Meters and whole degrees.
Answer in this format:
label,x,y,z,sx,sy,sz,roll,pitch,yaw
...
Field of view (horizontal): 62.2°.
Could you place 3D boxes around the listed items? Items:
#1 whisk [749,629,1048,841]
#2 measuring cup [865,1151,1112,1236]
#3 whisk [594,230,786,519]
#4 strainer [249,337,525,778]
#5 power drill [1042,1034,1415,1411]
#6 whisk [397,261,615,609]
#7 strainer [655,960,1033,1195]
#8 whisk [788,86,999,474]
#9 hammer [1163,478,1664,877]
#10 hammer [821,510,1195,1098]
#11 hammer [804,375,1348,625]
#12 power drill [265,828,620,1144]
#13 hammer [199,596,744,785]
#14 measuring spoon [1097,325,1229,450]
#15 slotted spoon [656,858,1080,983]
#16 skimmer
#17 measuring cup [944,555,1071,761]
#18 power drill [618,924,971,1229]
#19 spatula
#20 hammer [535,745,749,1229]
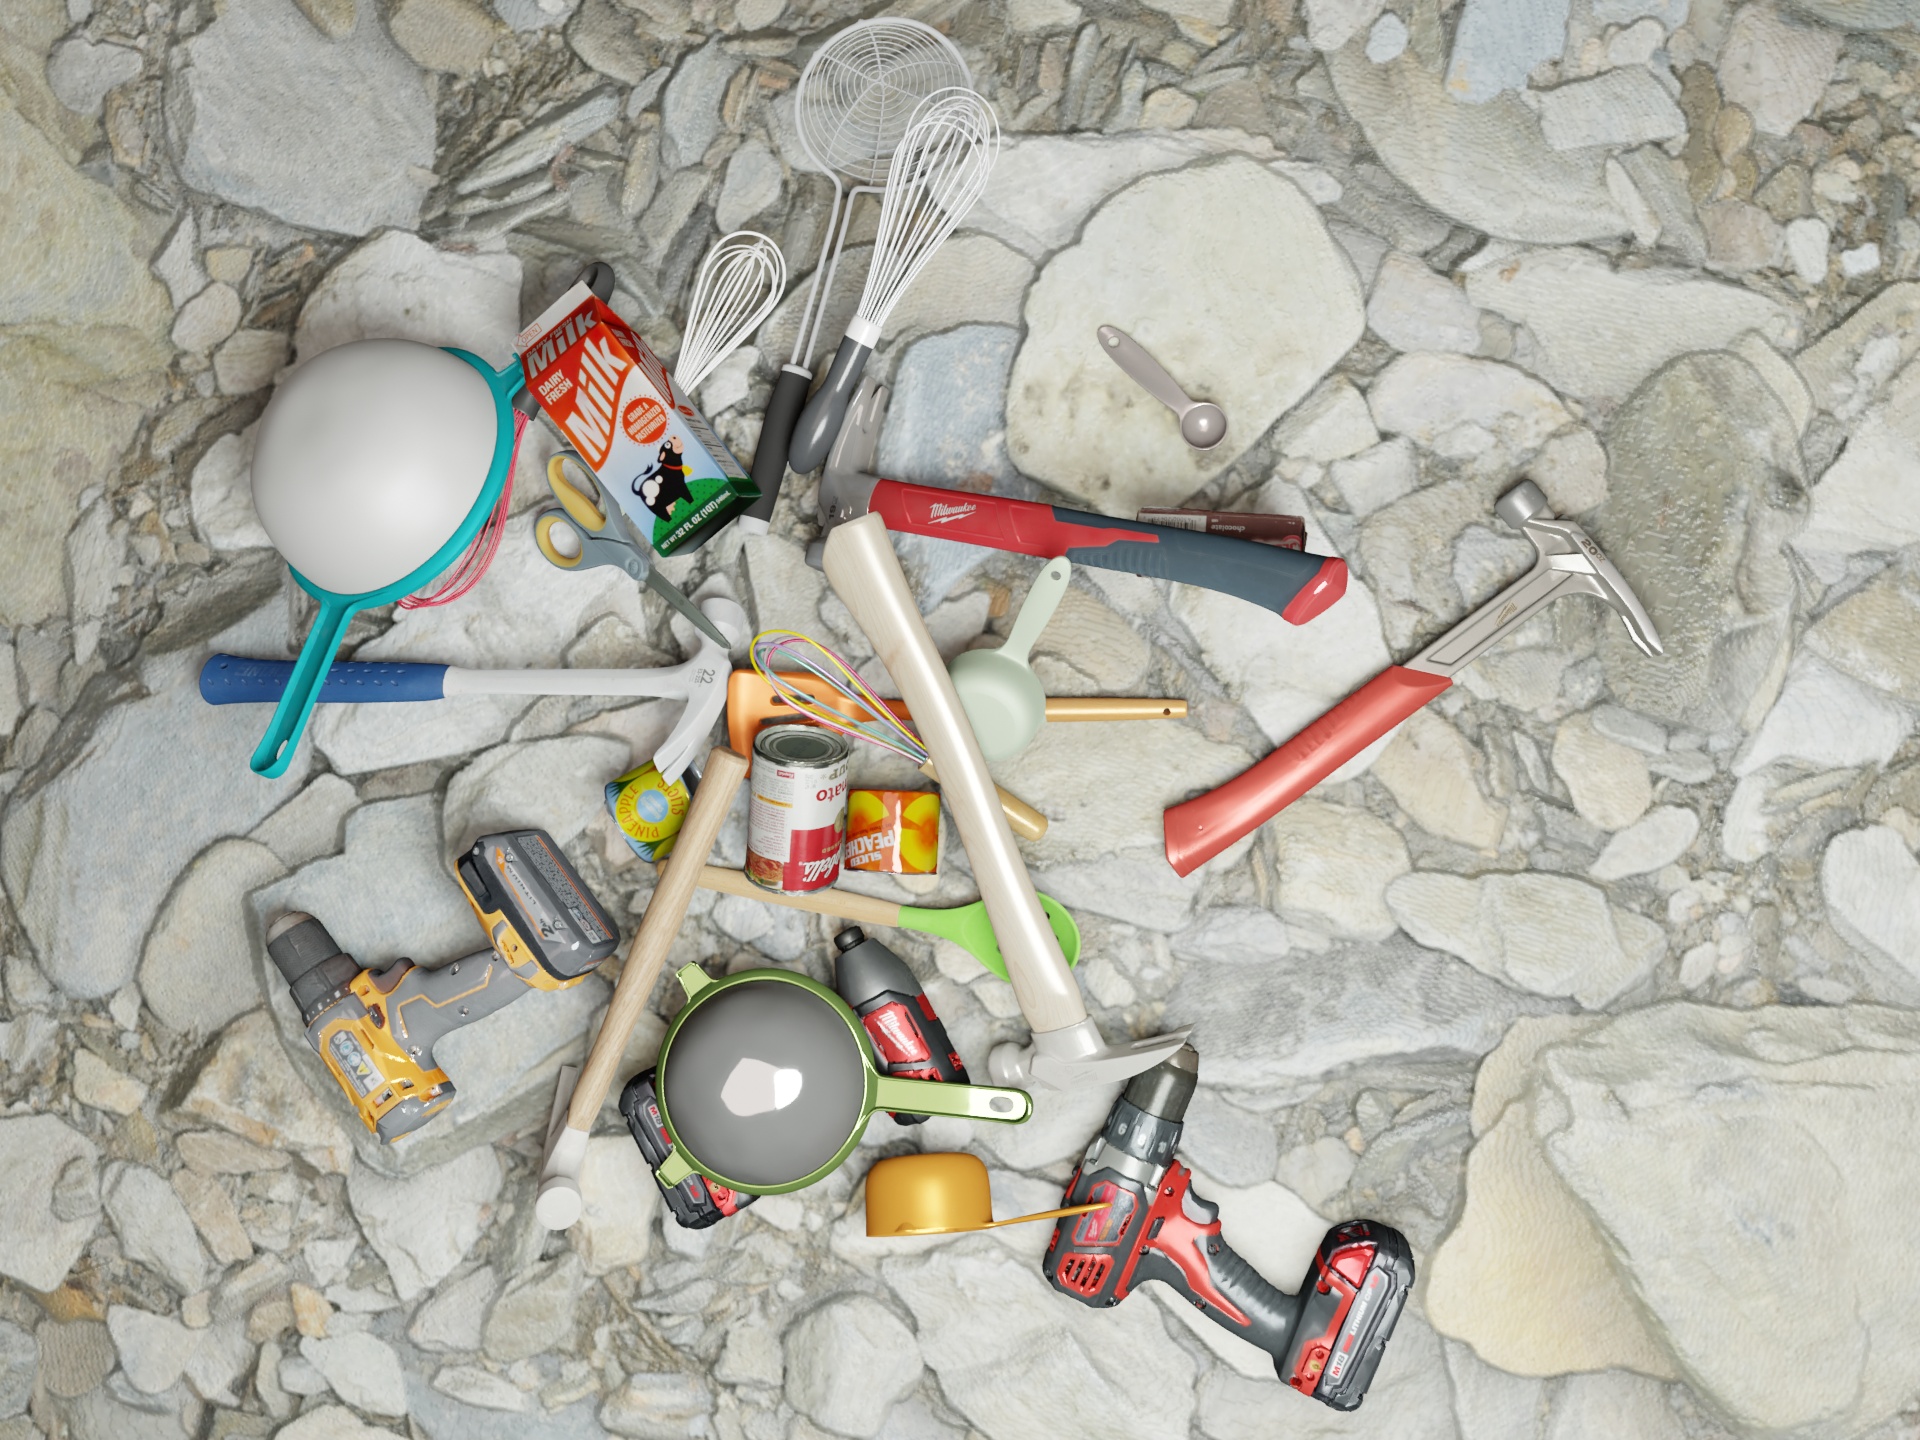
label,x,y,z,sx,sy,sz,roll,pitch,yaw
whisk,-0.040,0.012,1.100,0.245,0.051,0.047,33,98,-11
measuring cup,0.017,0.316,1.077,0.173,0.095,0.052,-13,69,18
whisk,-0.204,-0.245,1.162,0.059,0.058,0.246,29,96,-23
strainer,-0.442,-0.132,1.099,0.211,0.095,0.340,7,72,28
power drill,0.186,0.336,1.073,0.227,0.080,0.188,23,90,10
whisk,-0.334,-0.210,1.172,0.073,0.073,0.296,28,85,7
strainer,-0.080,0.245,1.042,0.256,0.069,0.151,5,85,4
whisk,-0.052,-0.299,1.103,0.070,0.070,0.284,29,103,7
hammer,0.293,-0.002,1.093,0.359,0.036,0.149,-37,84,4
hammer,0.018,0.055,1.052,0.146,0.038,0.410,-19,99,27
hammer,0.071,-0.138,1.055,0.386,0.038,0.143,14,87,30
power drill,-0.383,0.169,1.150,0.226,0.084,0.185,-39,82,8
hammer,-0.364,-0.024,1.155,0.405,0.035,0.144,0,56,11
measuring spoon,0.143,-0.238,1.136,0.034,0.018,0.124,-44,76,3
slotted spoon,-0.068,0.132,1.136,0.314,0.031,0.070,10,98,9
skimmer,-0.090,-0.307,1.127,0.127,0.090,0.363,15,92,-27
measuring cup,0.033,-0.038,1.053,0.083,0.038,0.167,27,130,0
power drill,-0.117,0.248,1.114,0.219,0.078,0.143,-29,84,2
spatula,-0.002,-0.004,1.127,0.322,0.041,0.081,-1,107,6
hammer,-0.220,0.172,1.093,0.031,0.130,0.331,22,95,-16
